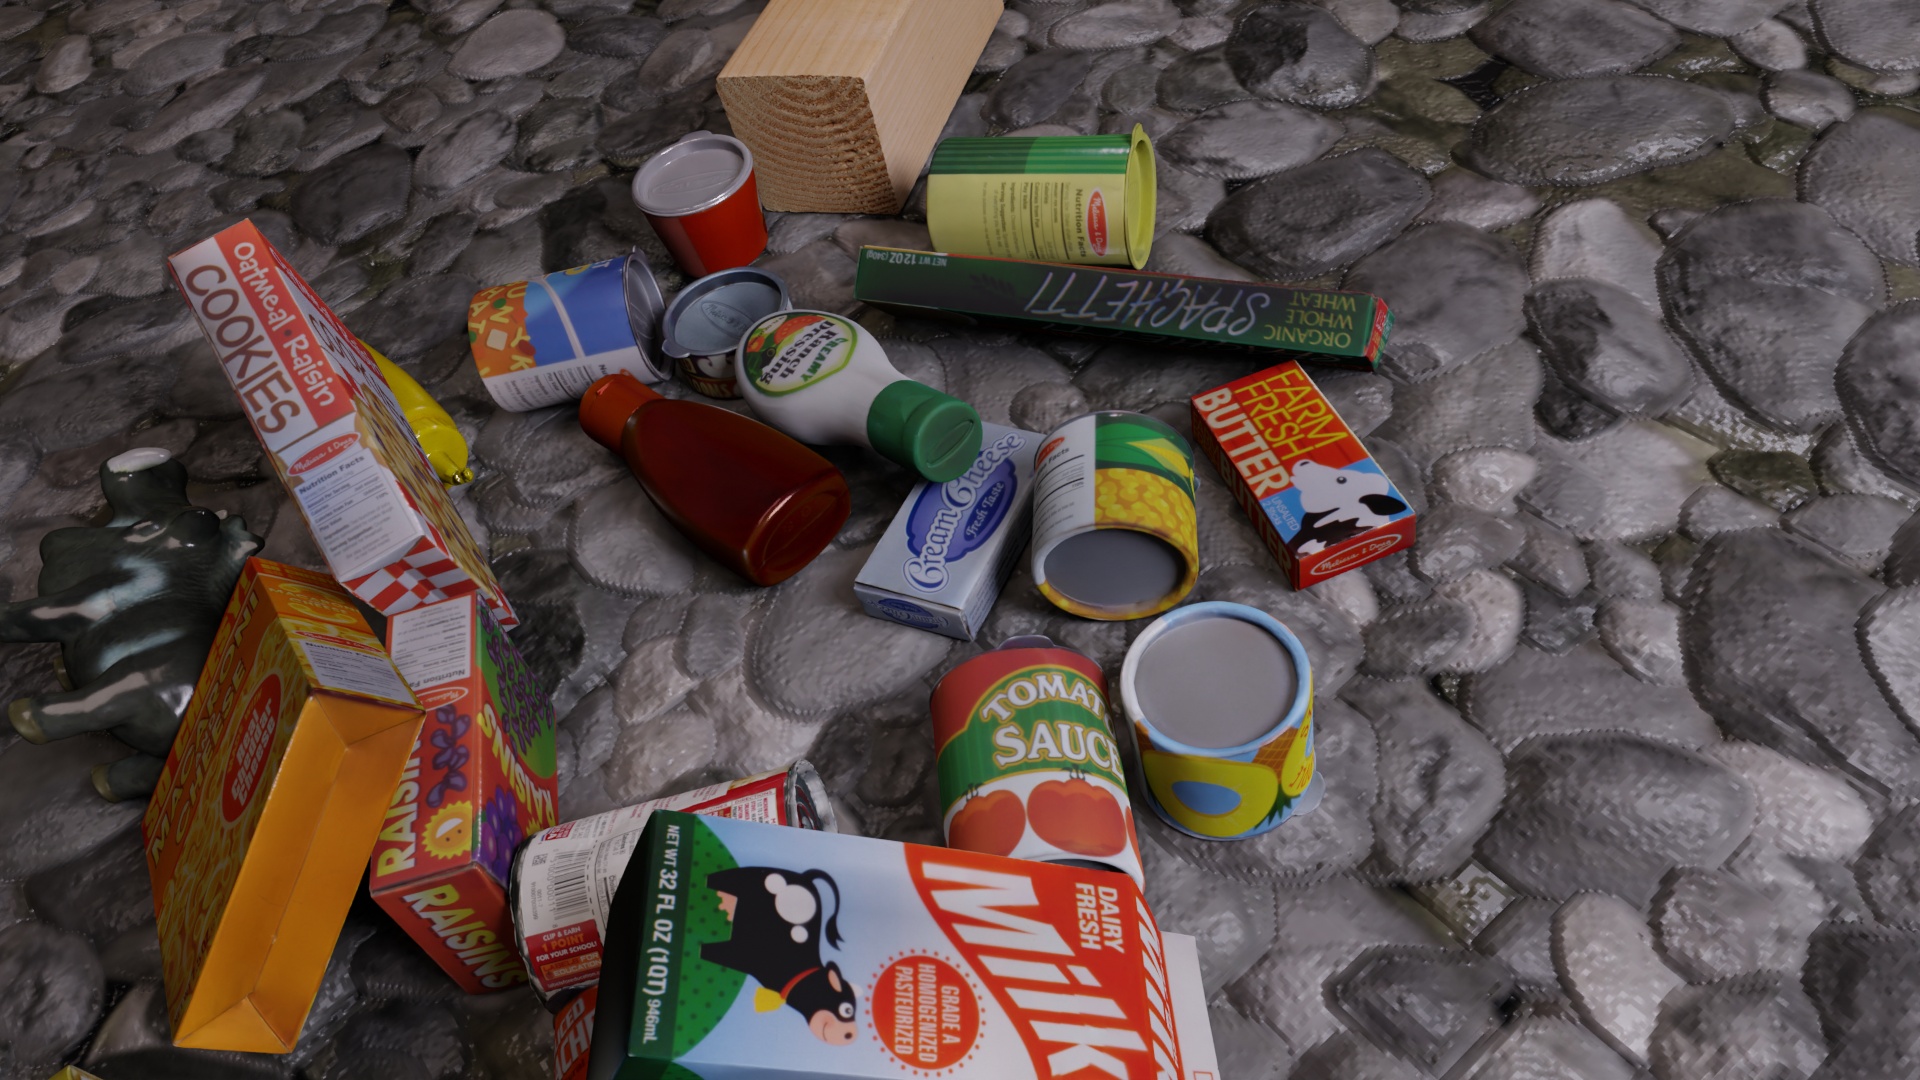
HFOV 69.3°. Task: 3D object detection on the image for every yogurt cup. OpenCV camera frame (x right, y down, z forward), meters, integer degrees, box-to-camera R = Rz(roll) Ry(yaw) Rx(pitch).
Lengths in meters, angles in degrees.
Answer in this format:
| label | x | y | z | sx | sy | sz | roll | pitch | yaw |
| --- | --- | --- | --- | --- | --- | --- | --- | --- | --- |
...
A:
| label | x | y | z | sx | sy | sz | roll | pitch | yaw |
| --- | --- | --- | --- | --- | --- | --- | --- | --- | --- |
| yogurt cup | -0.140 | -0.182 | 0.766 | 0.072 | 0.053 | 0.073 | -8 | 49 | 9 |

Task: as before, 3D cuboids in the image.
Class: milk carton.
| label | x | y | z | sx | sy | sz | roll | pitch | yaw |
| --- | --- | --- | --- | --- | --- | --- | --- | --- | --- |
| milk carton | -0.008 | 0.141 | 0.417 | 0.191 | 0.073 | 0.073 | 12 | 48 | -18 |

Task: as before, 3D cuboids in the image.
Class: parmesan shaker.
| label | x | y | z | sx | sy | sz | roll | pitch | yaw |
| --- | --- | --- | --- | --- | --- | --- | --- | --- | --- |
| parmesan shaker | 0.041 | -0.174 | 0.700 | 0.103 | 0.071 | 0.072 | 5 | 52 | 19 |

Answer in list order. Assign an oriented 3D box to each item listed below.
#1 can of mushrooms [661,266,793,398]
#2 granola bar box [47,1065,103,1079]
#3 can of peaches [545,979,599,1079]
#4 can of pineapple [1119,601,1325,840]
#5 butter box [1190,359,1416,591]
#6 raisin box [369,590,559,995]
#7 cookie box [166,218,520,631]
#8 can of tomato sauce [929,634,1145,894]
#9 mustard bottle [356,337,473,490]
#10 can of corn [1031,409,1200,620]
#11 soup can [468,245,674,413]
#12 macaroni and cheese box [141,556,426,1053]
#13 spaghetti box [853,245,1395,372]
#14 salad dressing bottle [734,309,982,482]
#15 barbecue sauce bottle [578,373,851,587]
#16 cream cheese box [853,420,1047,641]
| label | x | y | z | sx | sy | sz | roll | pitch | yaw |
| --- | --- | --- | --- | --- | --- | --- | --- | --- | --- |
| can of mushrooms | -0.117 | -0.105 | 0.709 | 0.071 | 0.033 | 0.071 | -7 | 50 | 8 |
| granola bar box | -0.291 | 0.240 | 0.403 | 0.166 | 0.123 | 0.039 | -36 | 51 | -16 |
| can of peaches | -0.098 | 0.176 | 0.441 | 0.071 | 0.071 | 0.058 | -16 | 49 | 2 |
| can of pineapple | 0.094 | 0.064 | 0.493 | 0.071 | 0.057 | 0.071 | -7 | 49 | 9 |
| butter box | 0.141 | -0.030 | 0.582 | 0.053 | 0.024 | 0.104 | -21 | 49 | -4 |
| raisin box | -0.182 | 0.094 | 0.523 | 0.040 | 0.085 | 0.124 | -14 | 48 | -3 |
| cookie box | -0.261 | -0.038 | 0.595 | 0.040 | 0.122 | 0.168 | -32 | 73 | -10 |
| can of tomato sauce | 0.026 | 0.087 | 0.484 | 0.071 | 0.071 | 0.083 | -12 | 49 | 5 |
| mustard bottle | -0.296 | -0.057 | 0.706 | 0.160 | 0.048 | 0.065 | 28 | 61 | 31 |
| can of corn | 0.064 | -0.008 | 0.559 | 0.071 | 0.070 | 0.058 | -5 | 50 | 11 |
| soup can | -0.197 | -0.108 | 0.709 | 0.084 | 0.071 | 0.072 | -12 | 49 | 6 |
| macaroni and cheese box | -0.253 | 0.087 | 0.509 | 0.166 | 0.040 | 0.123 | 24 | 93 | 54 |
| spaghetti box | 0.070 | -0.110 | 0.649 | 0.250 | 0.050 | 0.028 | 10 | 92 | 22 |
| salad dressing bottle | -0.048 | -0.066 | 0.631 | 0.064 | 0.043 | 0.148 | -44 | 42 | -16 |
| barbecue sauce bottle | -0.121 | -0.036 | 0.645 | 0.149 | 0.043 | 0.065 | 30 | 63 | 34 |
| cream cheese box | 0.002 | -0.008 | 0.600 | 0.053 | 0.024 | 0.104 | 13 | 55 | 27 |
